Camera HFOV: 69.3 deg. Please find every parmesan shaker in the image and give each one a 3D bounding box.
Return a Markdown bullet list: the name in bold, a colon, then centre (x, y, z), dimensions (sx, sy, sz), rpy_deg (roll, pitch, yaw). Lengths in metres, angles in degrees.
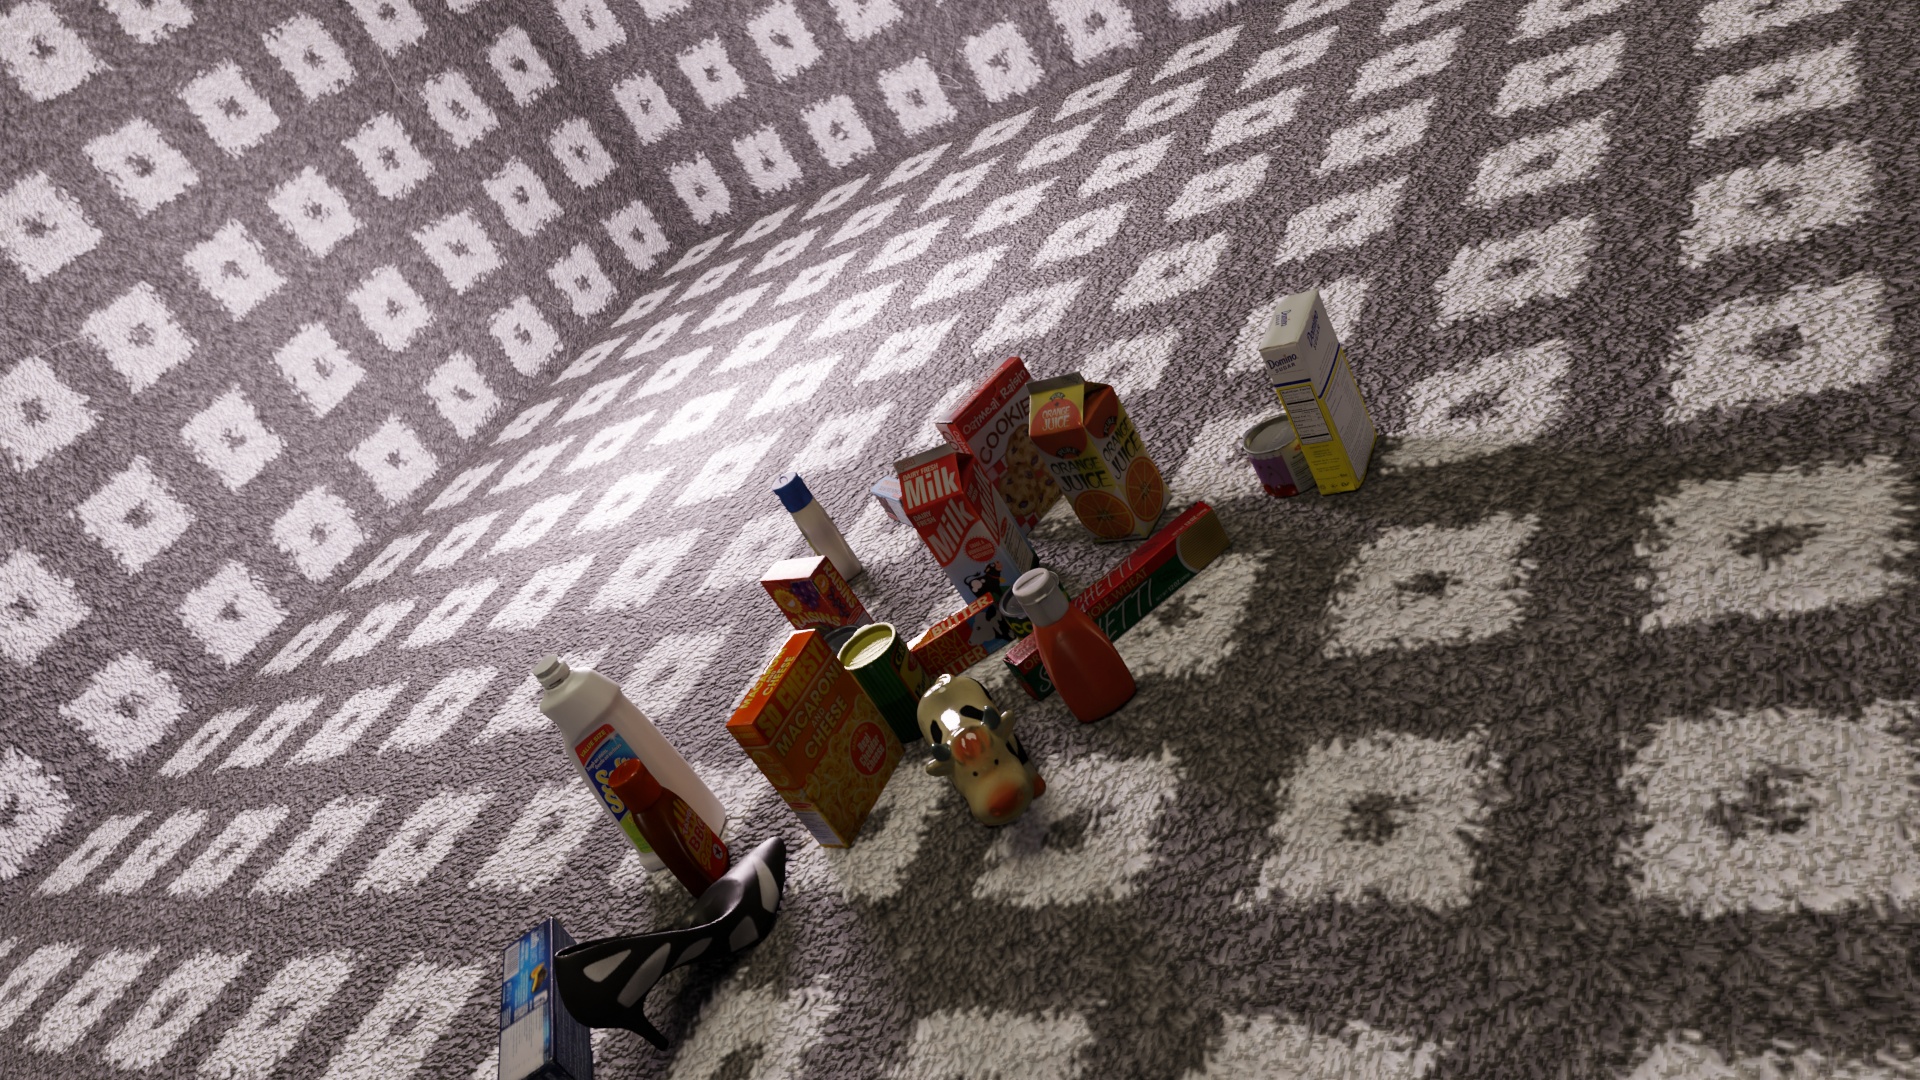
- **parmesan shaker**: centre (-0.067, 0.139, 1.371), dimensions (0.071, 0.102, 0.071), rpy_deg (-26, 27, 14)

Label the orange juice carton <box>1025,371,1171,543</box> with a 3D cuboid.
- **orange juice carton**: centre (0.138, -0.093, 1.441), dimensions (0.071, 0.192, 0.073), rpy_deg (-7, 36, 42)

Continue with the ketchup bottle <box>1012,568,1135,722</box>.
- **ketchup bottle**: centre (0.097, 0.091, 1.226), dimensions (0.065, 0.148, 0.044), rpy_deg (-33, 26, 1)

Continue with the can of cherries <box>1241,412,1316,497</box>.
- **can of cherries**: centre (0.321, -0.085, 1.381), dimensions (0.071, 0.058, 0.072), rpy_deg (-25, 27, 14)

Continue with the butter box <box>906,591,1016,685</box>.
- **butter box**: centre (0.001, 0.102, 1.417), dimensions (0.103, 0.053, 0.024), rpy_deg (-32, 26, 2)

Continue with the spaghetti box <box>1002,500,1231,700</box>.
- **spaghetti box**: centre (0.152, 0.057, 1.332), dimensions (0.250, 0.050, 0.029), rpy_deg (-38, 27, -10)

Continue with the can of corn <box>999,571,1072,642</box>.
- **can of corn**: centre (0.080, 0.075, 1.371), dimensions (0.071, 0.058, 0.071), rpy_deg (-25, 27, 14)

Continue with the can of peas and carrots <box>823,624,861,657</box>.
- **can of peas and carrots**: centre (-0.120, 0.134, 1.485), dimensions (0.071, 0.058, 0.071), rpy_deg (-25, 27, 14)

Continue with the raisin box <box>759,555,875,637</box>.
- **raisin box**: centre (-0.155, 0.077, 1.548), dimensions (0.086, 0.123, 0.040), rpy_deg (-6, 37, 42)

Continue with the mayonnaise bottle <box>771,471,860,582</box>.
- **mayonnaise bottle**: centre (-0.177, -0.017, 1.703), dimensions (0.041, 0.147, 0.065), rpy_deg (-35, 26, -5)

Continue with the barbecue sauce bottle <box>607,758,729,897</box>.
- **barbecue sauce bottle**: centre (-0.279, 0.271, 1.326), dimensions (0.043, 0.148, 0.065), rpy_deg (-26, 27, 14)

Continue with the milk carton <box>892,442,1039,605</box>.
- **milk carton**: centre (0.005, -0.018, 1.462), dimensions (0.072, 0.190, 0.074), rpy_deg (-20, 29, 24)

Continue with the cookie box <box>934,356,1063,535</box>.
- **cookie box**: centre (0.059, -0.107, 1.578), dimensions (0.040, 0.167, 0.123), rpy_deg (5, 45, 51)

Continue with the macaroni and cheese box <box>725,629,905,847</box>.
- **macaroni and cheese box**: centre (-0.132, 0.185, 1.294), dimensions (0.040, 0.166, 0.124), rpy_deg (-10, 34, 38)

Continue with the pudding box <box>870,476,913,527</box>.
- **pudding box**: centre (-0.075, -0.049, 1.756), dimensions (0.030, 0.049, 0.084), rpy_deg (-41, 28, -16)
